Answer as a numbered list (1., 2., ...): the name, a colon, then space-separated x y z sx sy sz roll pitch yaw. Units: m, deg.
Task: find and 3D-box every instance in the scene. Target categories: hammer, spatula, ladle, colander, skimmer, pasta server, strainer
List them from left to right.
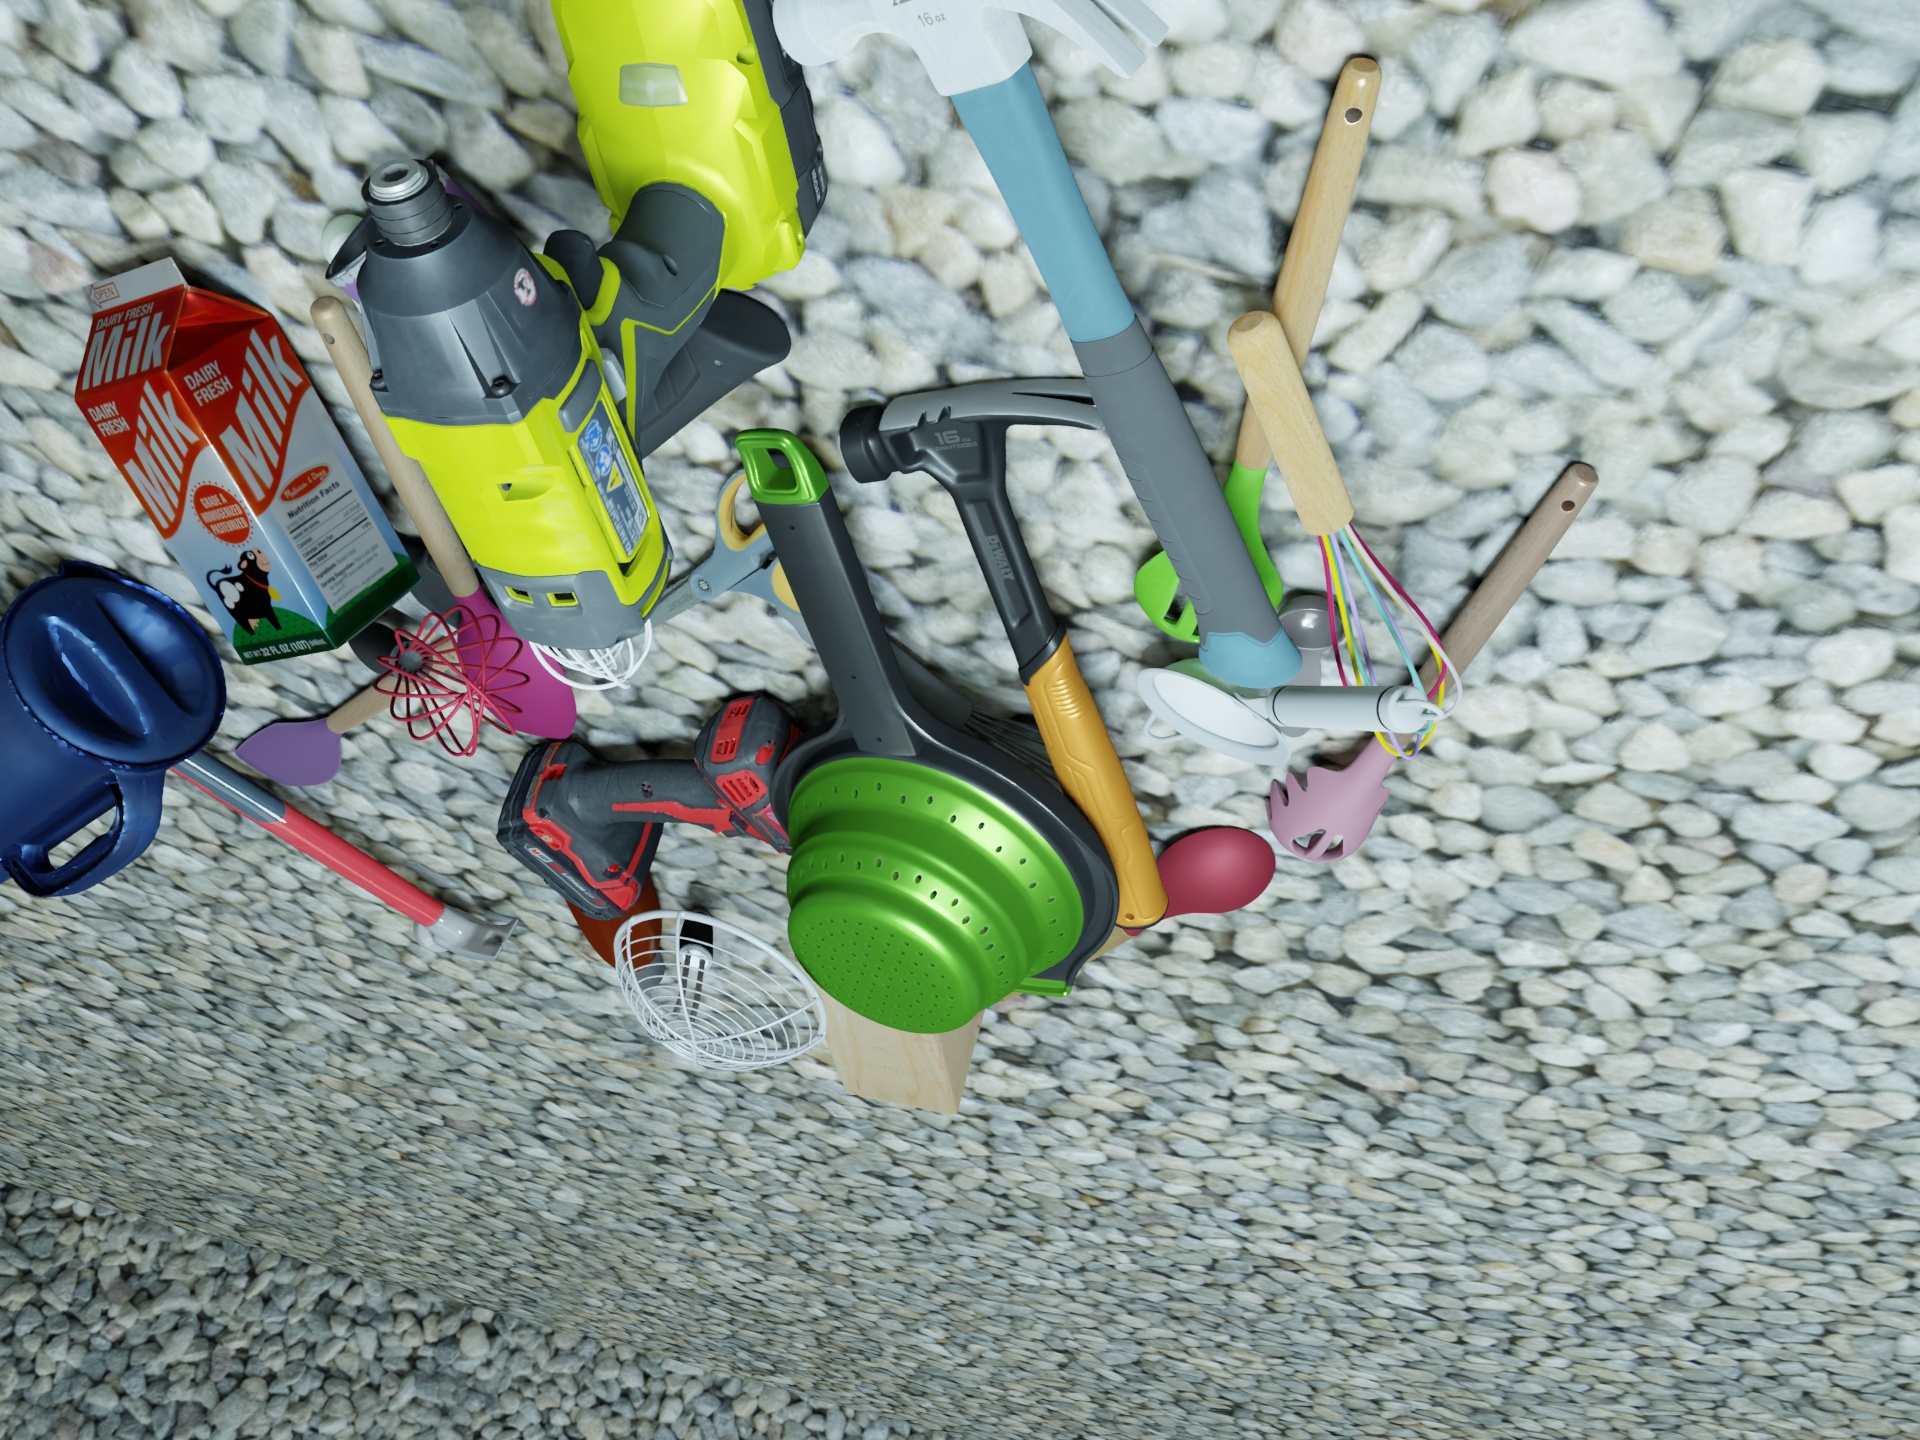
1. hammer: -0.494 0.063 1.137 0.386 0.038 0.143 41 154 -29
2. spatula: -0.396 -0.004 1.044 0.059 0.018 0.316 39 140 -27
3. hammer: -0.194 -0.116 0.791 0.146 0.035 0.335 37 140 -27
4. skimmer: -0.153 0.139 1.004 0.127 0.090 0.363 32 179 -9
5. colander: -0.047 0.041 0.801 0.204 0.094 0.396 5 135 28
6. hammer: 0.055 -0.016 0.785 0.127 0.034 0.336 -3 131 25
7. ladle: 0.097 0.141 1.048 0.069 0.031 0.315 27 146 -16
8. hammer: 0.058 -0.138 0.604 0.128 0.033 0.330 2 136 39
9. strainer: 0.149 -0.008 0.734 0.086 0.050 0.258 34 172 -14
10. pasta server: 0.224 -0.015 0.780 0.060 0.040 0.316 17 142 -2

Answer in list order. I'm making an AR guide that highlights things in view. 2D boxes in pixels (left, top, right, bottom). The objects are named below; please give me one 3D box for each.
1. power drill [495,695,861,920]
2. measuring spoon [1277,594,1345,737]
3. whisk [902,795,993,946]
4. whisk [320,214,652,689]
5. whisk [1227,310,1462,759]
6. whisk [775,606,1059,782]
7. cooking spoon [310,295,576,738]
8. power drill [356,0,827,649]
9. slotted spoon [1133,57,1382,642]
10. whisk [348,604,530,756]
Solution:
1. power drill: -0.166 0.059 0.996 0.220 0.079 0.143 -11 138 29
2. measuring spoon: 0.171 -0.027 0.795 0.034 0.018 0.124 6 151 10
3. whisk: 0.011 0.096 0.997 0.070 0.070 0.284 4 149 16
4. whisk: -0.218 -0.118 0.736 0.058 0.059 0.246 -28 110 1
5. whisk: 0.163 -0.072 0.672 0.047 0.051 0.244 -31 128 4
6. whisk: -0.001 -0.004 0.869 0.238 0.055 0.055 34 142 -17
7. cooking spoon: -0.263 -0.085 0.815 0.069 0.017 0.318 9 144 13
8. power drill: -0.119 -0.159 0.533 0.080 0.223 0.171 6 144 13
9. slotted spoon: 0.124 -0.127 0.658 0.070 0.031 0.313 8 144 2
10. whisk: -0.289 -0.031 0.848 0.073 0.073 0.296 37 168 -28
